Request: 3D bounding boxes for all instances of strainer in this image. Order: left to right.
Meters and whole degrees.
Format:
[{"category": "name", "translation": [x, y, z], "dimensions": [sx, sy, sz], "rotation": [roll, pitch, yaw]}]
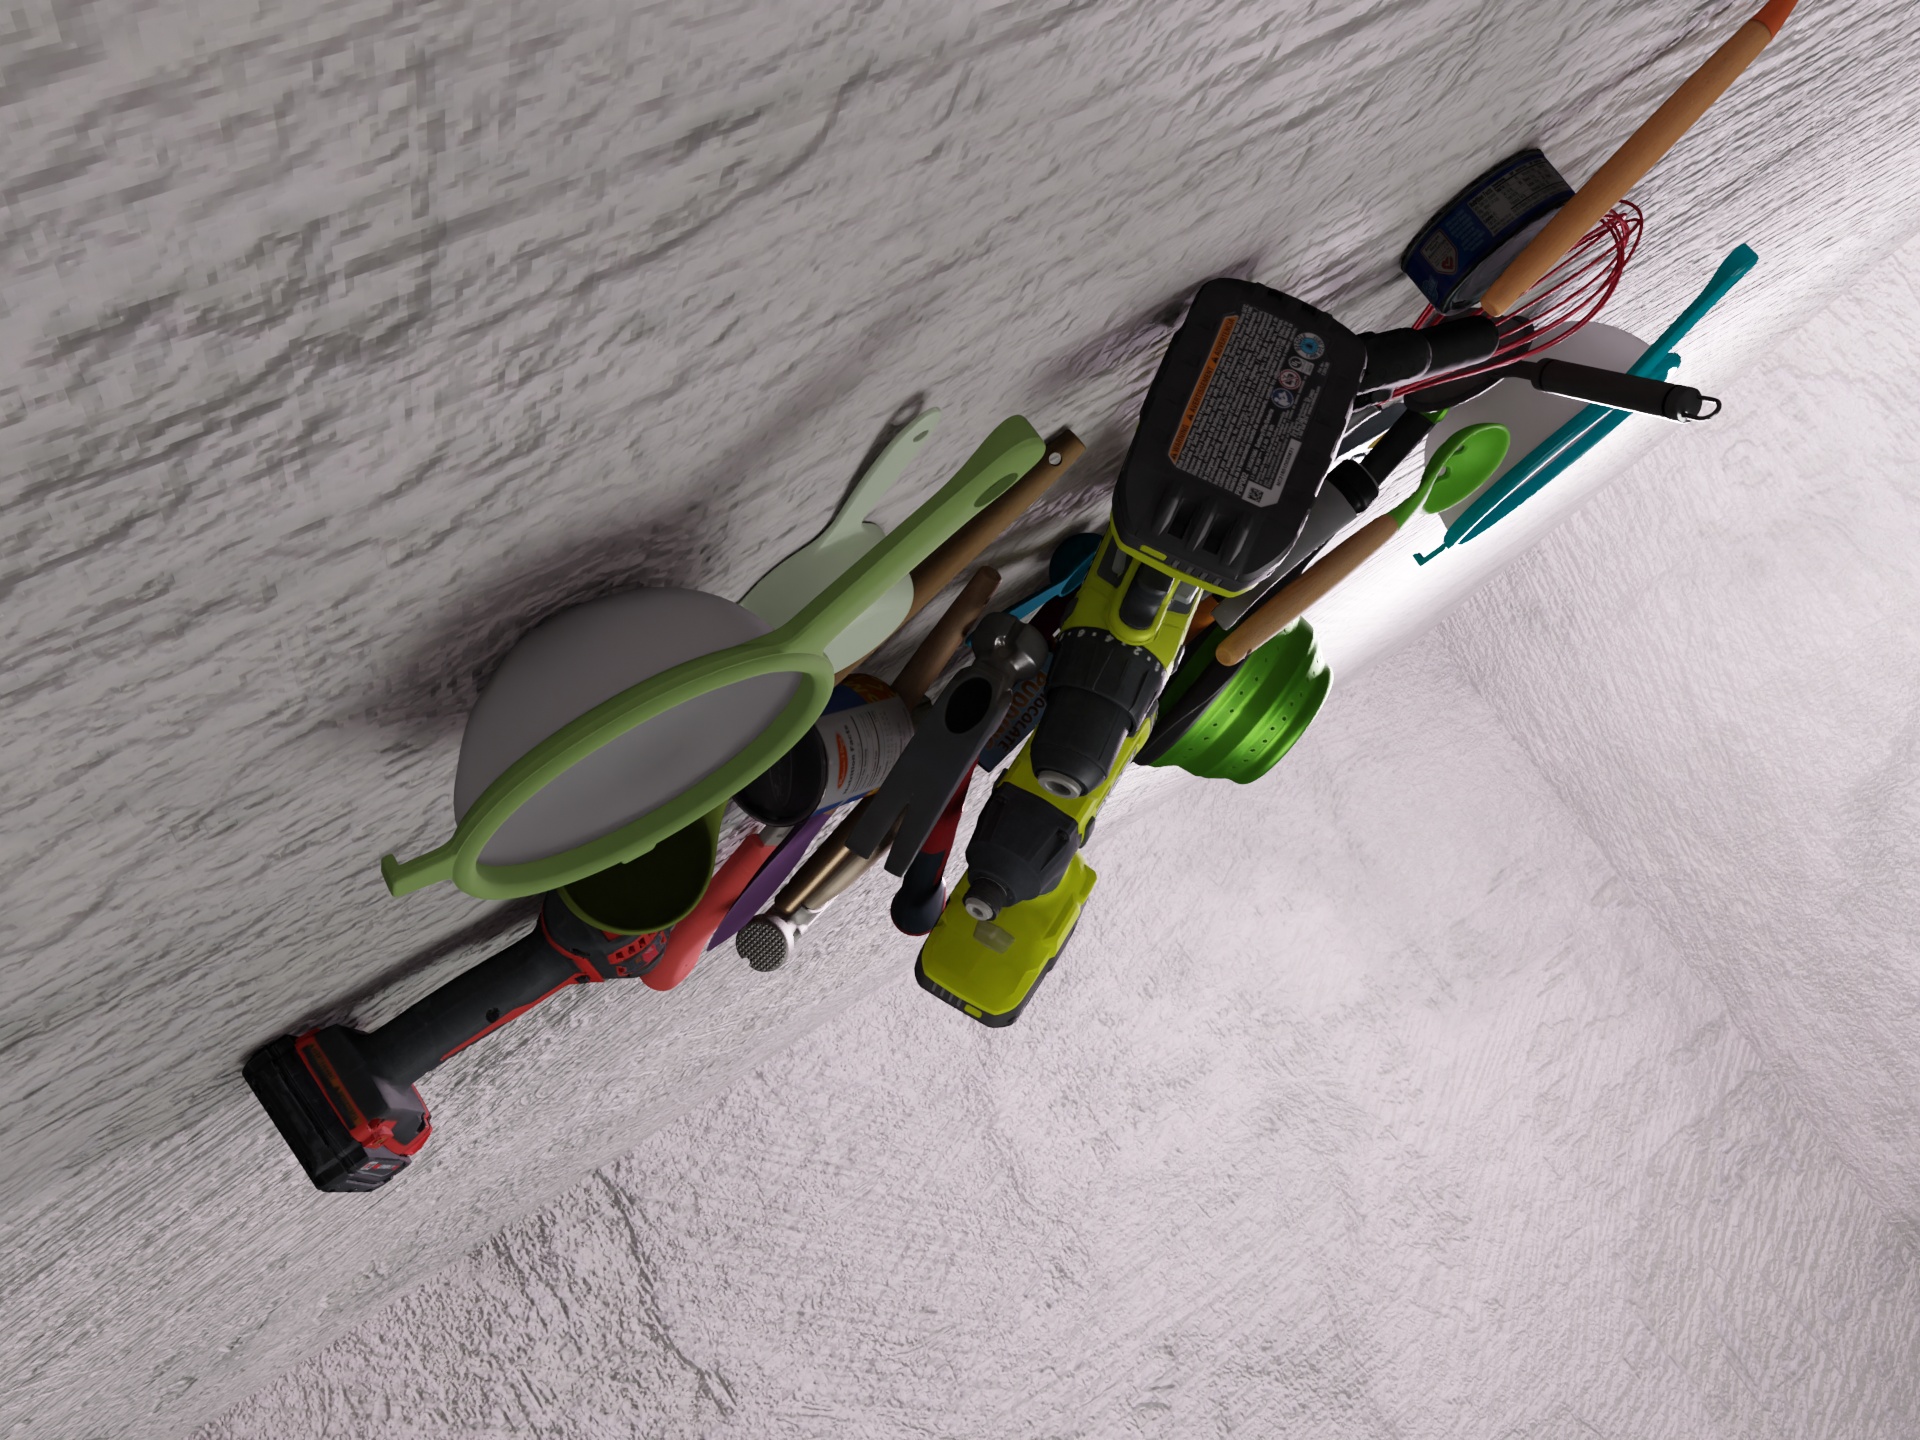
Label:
[{"category": "strainer", "translation": [-0.085, -0.035, 0.549], "dimensions": [0.256, 0.069, 0.151], "rotation": [-39, 167, 17]}, {"category": "strainer", "translation": [0.331, -0.201, 0.911], "dimensions": [0.087, 0.050, 0.259], "rotation": [-45, -149, -3]}, {"category": "strainer", "translation": [0.434, -0.253, 1.139], "dimensions": [0.211, 0.095, 0.340], "rotation": [-34, 168, -20]}]

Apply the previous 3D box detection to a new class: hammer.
[{"category": "hammer", "translation": [-0.149, 0.100, 1.053], "dimensions": [0.149, 0.037, 0.359], "rotation": [-25, 166, -42]}, {"category": "hammer", "translation": [-0.023, 0.077, 0.930], "dimensions": [0.143, 0.038, 0.386], "rotation": [-58, 173, -22]}, {"category": "hammer", "translation": [0.010, 0.013, 1.074], "dimensions": [0.410, 0.038, 0.146], "rotation": [-44, 180, 18]}, {"category": "hammer", "translation": [0.164, -0.076, 1.060], "dimensions": [0.127, 0.034, 0.337], "rotation": [-39, 178, -13]}]

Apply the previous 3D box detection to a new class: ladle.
[{"category": "ladle", "translation": [-0.064, -0.019, 0.732], "dimensions": [0.320, 0.078, 0.062], "rotation": [-42, -171, 9]}]

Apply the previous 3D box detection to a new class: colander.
[{"category": "colander", "translation": [0.250, -0.074, 1.131], "dimensions": [0.397, 0.094, 0.205], "rotation": [-51, -177, 33]}]

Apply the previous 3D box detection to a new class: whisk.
[{"category": "whisk", "translation": [0.252, -0.198, 0.912], "dimensions": [0.296, 0.073, 0.073], "rotation": [-34, 171, 28]}]

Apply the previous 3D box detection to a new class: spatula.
[{"category": "spatula", "translation": [-0.066, 0.032, 0.888], "dimensions": [0.315, 0.018, 0.060], "rotation": [-52, 169, 32]}, {"category": "spatula", "translation": [0.373, -0.307, 0.762], "dimensions": [0.322, 0.041, 0.081], "rotation": [-46, 170, 0]}]

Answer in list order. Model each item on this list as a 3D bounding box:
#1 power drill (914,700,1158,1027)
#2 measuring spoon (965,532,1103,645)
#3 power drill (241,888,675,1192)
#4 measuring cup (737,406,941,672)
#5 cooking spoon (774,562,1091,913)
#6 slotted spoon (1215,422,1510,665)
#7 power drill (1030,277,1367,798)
[{"category": "power drill", "translation": [0.038, 0.086, 0.945], "dimensions": [0.171, 0.080, 0.223], "rotation": [-55, 168, -33]}, {"category": "measuring spoon", "translation": [0.037, -0.073, 0.861], "dimensions": [0.128, 0.021, 0.042], "rotation": [-34, 166, -43]}, {"category": "power drill", "translation": [-0.258, 0.161, 0.885], "dimensions": [0.227, 0.080, 0.187], "rotation": [-35, 170, -14]}, {"category": "measuring cup", "translation": [-0.037, -0.066, 0.643], "dimensions": [0.083, 0.038, 0.167], "rotation": [-28, 169, -35]}, {"category": "cooking spoon", "translation": [-0.002, -0.003, 0.949], "dimensions": [0.319, 0.017, 0.069], "rotation": [-48, -176, 5]}, {"category": "slotted spoon", "translation": [0.243, -0.108, 0.950], "dimensions": [0.314, 0.031, 0.070], "rotation": [-36, 154, -37]}, {"category": "power drill", "translation": [0.096, -0.075, 0.739], "dimensions": [0.228, 0.080, 0.191], "rotation": [112, 3, -68]}]
